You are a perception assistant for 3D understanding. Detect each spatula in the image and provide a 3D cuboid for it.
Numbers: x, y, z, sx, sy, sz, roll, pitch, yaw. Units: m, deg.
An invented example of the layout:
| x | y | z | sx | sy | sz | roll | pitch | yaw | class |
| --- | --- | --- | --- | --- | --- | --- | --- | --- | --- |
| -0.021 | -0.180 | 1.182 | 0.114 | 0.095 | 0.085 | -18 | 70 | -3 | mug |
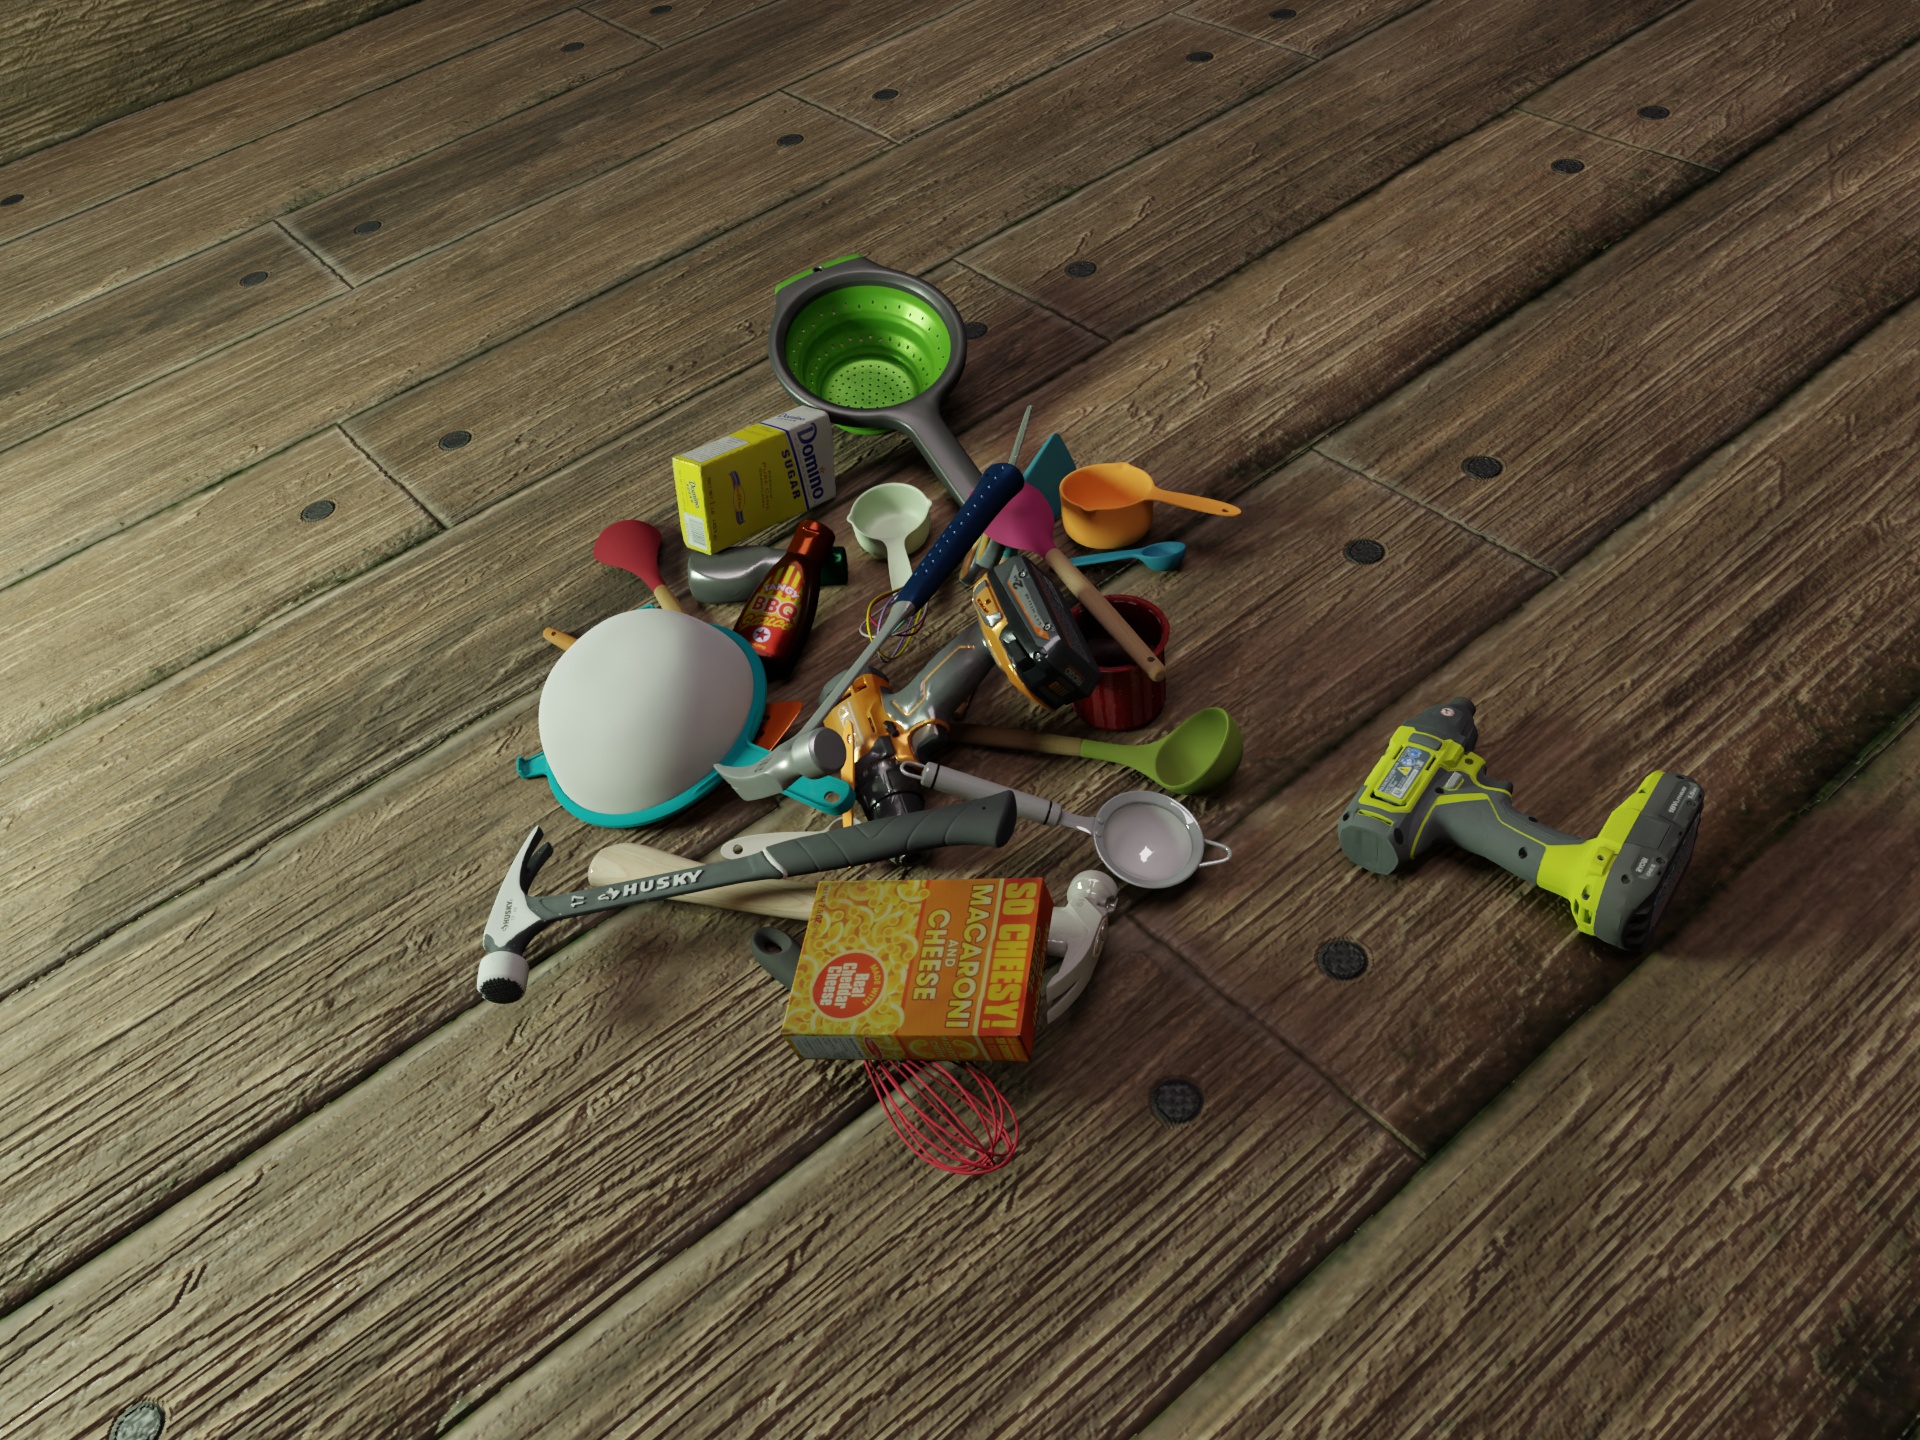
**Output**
| x | y | z | sx | sy | sz | roll | pitch | yaw | class |
| --- | --- | --- | --- | --- | --- | --- | --- | --- | --- |
| -0.269 | -0.031 | 1.418 | 0.323 | 0.041 | 0.081 | 25 | 68 | 32 | spatula |
| 0.046 | -0.127 | 1.450 | 0.044 | 0.082 | 0.318 | -2 | 50 | 27 | spatula |

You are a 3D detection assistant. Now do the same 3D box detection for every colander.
| x | y | z | sx | sy | sz | roll | pitch | yaw | class |
| --- | --- | --- | --- | --- | --- | --- | --- | --- | --- |
| -0.055 | -0.305 | 1.628 | 0.204 | 0.094 | 0.397 | -26 | 65 | -15 | colander |

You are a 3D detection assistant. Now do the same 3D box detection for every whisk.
| x | y | z | sx | sy | sz | roll | pitch | yaw | class |
| --- | --- | --- | --- | --- | --- | --- | --- | --- | --- |
| -0.064 | 0.224 | 1.123 | 0.073 | 0.073 | 0.296 | -35 | 44 | -22 | whisk |
| -0.035 | -0.123 | 1.425 | 0.047 | 0.051 | 0.245 | 37 | 34 | -4 | whisk |

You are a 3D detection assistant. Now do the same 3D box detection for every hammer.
| x | y | z | sx | sy | sz | roll | pitch | yaw | class |
| --- | --- | --- | --- | --- | --- | --- | --- | --- | --- |
| -0.055 | -0.081 | 1.271 | 0.144 | 0.035 | 0.406 | -21 | 26 | 45 | hammer |
| -0.097 | 0.143 | 1.195 | 0.411 | 0.038 | 0.146 | 5 | 29 | 17 | hammer |
| -0.157 | 0.108 | 1.188 | 0.409 | 0.036 | 0.149 | -12 | 43 | 6 | hammer |

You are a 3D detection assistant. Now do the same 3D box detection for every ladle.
| x | y | z | sx | sy | sz | roll | pitch | yaw | class |
| --- | --- | --- | --- | --- | --- | --- | --- | --- | --- |
| -0.275 | -0.107 | 1.506 | 0.069 | 0.031 | 0.316 | -27 | 49 | -14 | ladle |
| 0.073 | 0.012 | 1.306 | 0.320 | 0.062 | 0.078 | 7 | 53 | 20 | ladle |

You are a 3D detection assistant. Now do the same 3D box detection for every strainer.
| x | y | z | sx | sy | sz | roll | pitch | yaw | class |
| --- | --- | --- | --- | --- | --- | --- | --- | --- | --- |
| 0.077 | 0.074 | 1.210 | 0.258 | 0.050 | 0.087 | 18 | 53 | -3 | strainer |
| -0.228 | -0.004 | 1.303 | 0.341 | 0.095 | 0.211 | 20 | 66 | 36 | strainer |

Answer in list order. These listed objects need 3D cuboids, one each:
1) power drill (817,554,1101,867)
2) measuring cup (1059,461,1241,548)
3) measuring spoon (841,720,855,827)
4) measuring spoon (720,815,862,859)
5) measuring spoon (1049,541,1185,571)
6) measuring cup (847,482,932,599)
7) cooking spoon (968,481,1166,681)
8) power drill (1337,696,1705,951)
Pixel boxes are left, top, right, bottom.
| x | y | z | sx | sy | sz | roll | pitch | yaw | class |
| --- | --- | --- | --- | --- | --- | --- | --- | --- | --- |
| -0.002 | -0.004 | 1.271 | 0.226 | 0.084 | 0.186 | -35 | 51 | 16 | power drill |
| 0.176 | -0.189 | 1.480 | 0.174 | 0.052 | 0.095 | 14 | 41 | 22 | measuring cup |
| -0.085 | 0.058 | 1.260 | 0.011 | 0.021 | 0.117 | 3 | 82 | -29 | measuring spoon |
| -0.133 | 0.100 | 1.285 | 0.124 | 0.018 | 0.034 | -7 | 76 | 12 | measuring spoon |
| 0.146 | -0.144 | 1.474 | 0.128 | 0.021 | 0.042 | -6 | 23 | 17 | measuring spoon |
| -0.059 | -0.155 | 1.509 | 0.083 | 0.038 | 0.168 | -11 | 54 | 0 | measuring cup |
| 0.090 | -0.127 | 1.347 | 0.069 | 0.017 | 0.319 | -24 | 44 | -11 | cooking spoon |
| 0.417 | 0.066 | 1.176 | 0.223 | 0.080 | 0.171 | 21 | 54 | 32 | power drill |
